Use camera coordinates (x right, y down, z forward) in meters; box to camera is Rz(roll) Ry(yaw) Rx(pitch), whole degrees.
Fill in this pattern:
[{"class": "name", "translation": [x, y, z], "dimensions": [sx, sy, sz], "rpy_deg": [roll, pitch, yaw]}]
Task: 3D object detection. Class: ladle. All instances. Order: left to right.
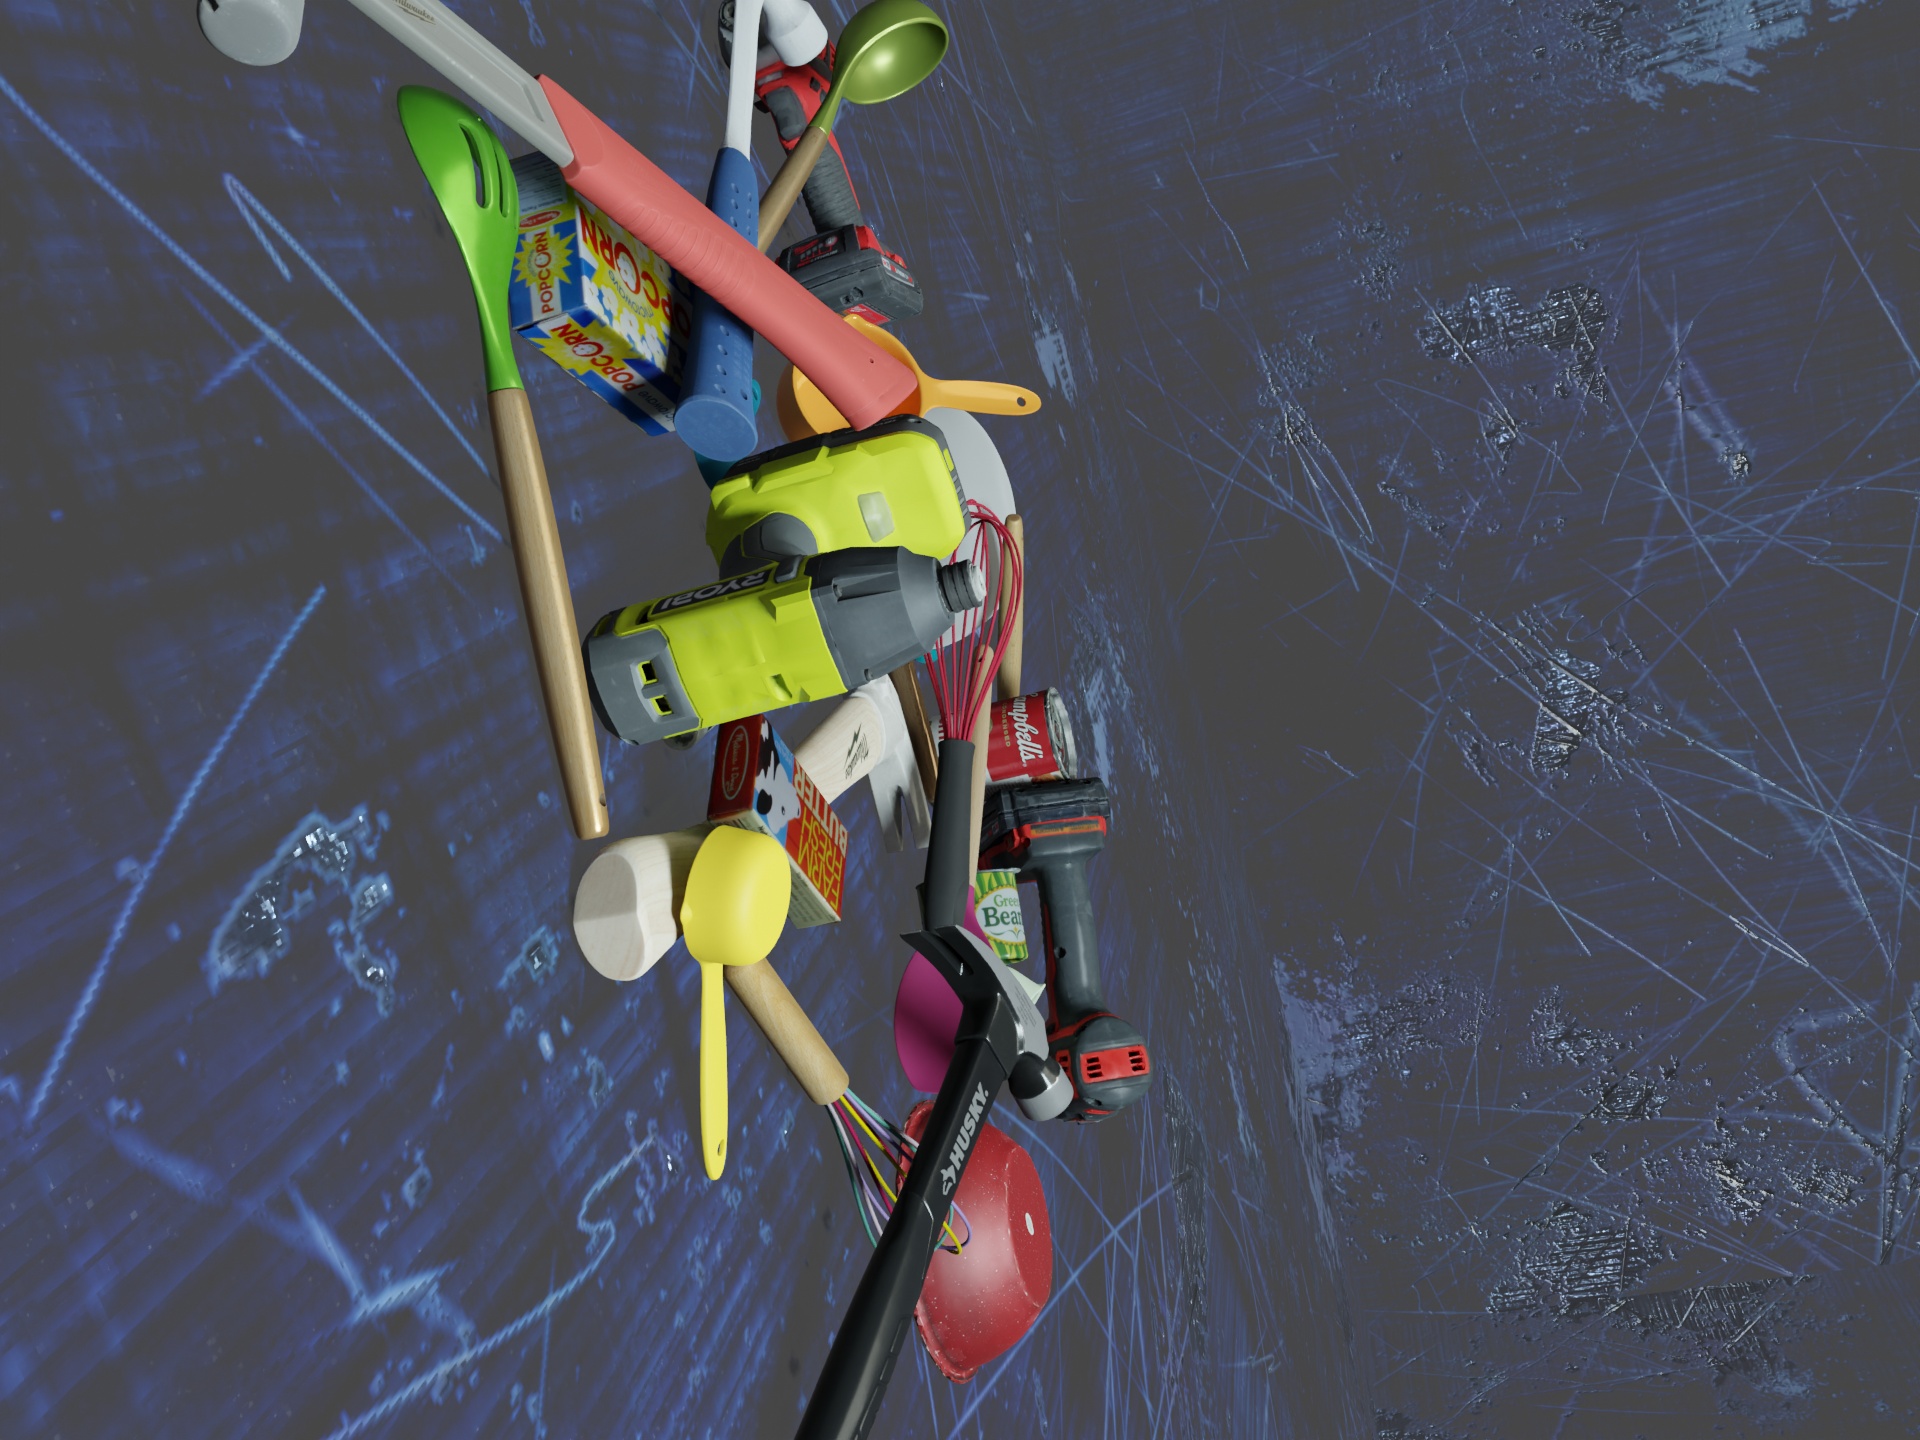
[{"class": "ladle", "translation": [-0.085, -0.326, 0.950], "dimensions": [0.062, 0.078, 0.320], "rpy_deg": [30, 58, -14]}, {"class": "ladle", "translation": [0.036, -0.019, 1.182], "dimensions": [0.069, 0.031, 0.315], "rpy_deg": [-79, 172, -48]}]

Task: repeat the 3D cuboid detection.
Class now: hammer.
[{"class": "hammer", "translation": [-0.142, -0.233, 0.670], "dimensions": [0.358, 0.037, 0.149], "rpy_deg": [30, 46, -46]}, {"class": "hammer", "translation": [-0.121, -0.302, 0.835], "dimensions": [0.143, 0.035, 0.406], "rpy_deg": [48, 31, -48]}, {"class": "hammer", "translation": [-0.089, 0.052, 0.812], "dimensions": [0.411, 0.038, 0.146], "rpy_deg": [-45, 122, -72]}, {"class": "hammer", "translation": [-0.027, 0.242, 0.749], "dimensions": [0.146, 0.035, 0.335], "rpy_deg": [62, 32, -25]}]

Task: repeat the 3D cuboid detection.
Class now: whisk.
[{"class": "whisk", "translation": [-0.059, 0.198, 0.799], "dimensions": [0.244, 0.051, 0.047], "rpy_deg": [62, -1, -33]}, {"class": "whisk", "translation": [-0.002, -0.003, 0.993], "dimensions": [0.073, 0.073, 0.296], "rpy_deg": [46, 45, -63]}]

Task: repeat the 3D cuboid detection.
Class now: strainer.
[{"class": "strainer", "translation": [-0.008, -0.105, 1.130], "dimensions": [0.210, 0.095, 0.341], "rpy_deg": [60, 21, -48]}]

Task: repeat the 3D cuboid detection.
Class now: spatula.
[{"class": "spatula", "translation": [-0.050, -0.102, 1.037], "dimensions": [0.082, 0.044, 0.318], "rpy_deg": [3, 68, -57]}]

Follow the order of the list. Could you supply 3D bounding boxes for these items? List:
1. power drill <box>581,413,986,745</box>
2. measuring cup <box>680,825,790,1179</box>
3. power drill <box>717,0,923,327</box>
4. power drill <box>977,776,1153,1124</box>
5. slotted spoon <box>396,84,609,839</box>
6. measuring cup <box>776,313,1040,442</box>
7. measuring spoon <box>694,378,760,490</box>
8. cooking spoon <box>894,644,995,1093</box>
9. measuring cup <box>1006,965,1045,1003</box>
[{"class": "power drill", "translation": [-0.065, -0.071, 0.750], "dimensions": [0.223, 0.171, 0.080], "rpy_deg": [-79, 152, -64]}, {"class": "measuring cup", "translation": [-0.092, 0.122, 0.667], "dimensions": [0.062, 0.029, 0.156], "rpy_deg": [-33, 126, -71]}, {"class": "power drill", "translation": [-0.102, -0.373, 1.062], "dimensions": [0.143, 0.078, 0.219], "rpy_deg": [-19, 93, -75]}, {"class": "power drill", "translation": [0.065, 0.169, 1.116], "dimensions": [0.188, 0.080, 0.227], "rpy_deg": [126, -45, -68]}, {"class": "slotted spoon", "translation": [-0.177, -0.107, 0.642], "dimensions": [0.070, 0.031, 0.314], "rpy_deg": [-3, 82, -78]}, {"class": "measuring cup", "translation": [-0.035, -0.201, 1.015], "dimensions": [0.052, 0.173, 0.095], "rpy_deg": [-22, -108, 61]}, {"class": "measuring spoon", "translation": [-0.123, -0.168, 0.901], "dimensions": [0.129, 0.021, 0.042], "rpy_deg": [-78, 151, -56]}, {"class": "cooking spoon", "translation": [0.004, 0.083, 1.006], "dimensions": [0.017, 0.069, 0.319], "rpy_deg": [68, 22, -54]}, {"class": "measuring cup", "translation": [0.016, 0.204, 1.053], "dimensions": [0.083, 0.038, 0.167], "rpy_deg": [-53, 170, -14]}]
